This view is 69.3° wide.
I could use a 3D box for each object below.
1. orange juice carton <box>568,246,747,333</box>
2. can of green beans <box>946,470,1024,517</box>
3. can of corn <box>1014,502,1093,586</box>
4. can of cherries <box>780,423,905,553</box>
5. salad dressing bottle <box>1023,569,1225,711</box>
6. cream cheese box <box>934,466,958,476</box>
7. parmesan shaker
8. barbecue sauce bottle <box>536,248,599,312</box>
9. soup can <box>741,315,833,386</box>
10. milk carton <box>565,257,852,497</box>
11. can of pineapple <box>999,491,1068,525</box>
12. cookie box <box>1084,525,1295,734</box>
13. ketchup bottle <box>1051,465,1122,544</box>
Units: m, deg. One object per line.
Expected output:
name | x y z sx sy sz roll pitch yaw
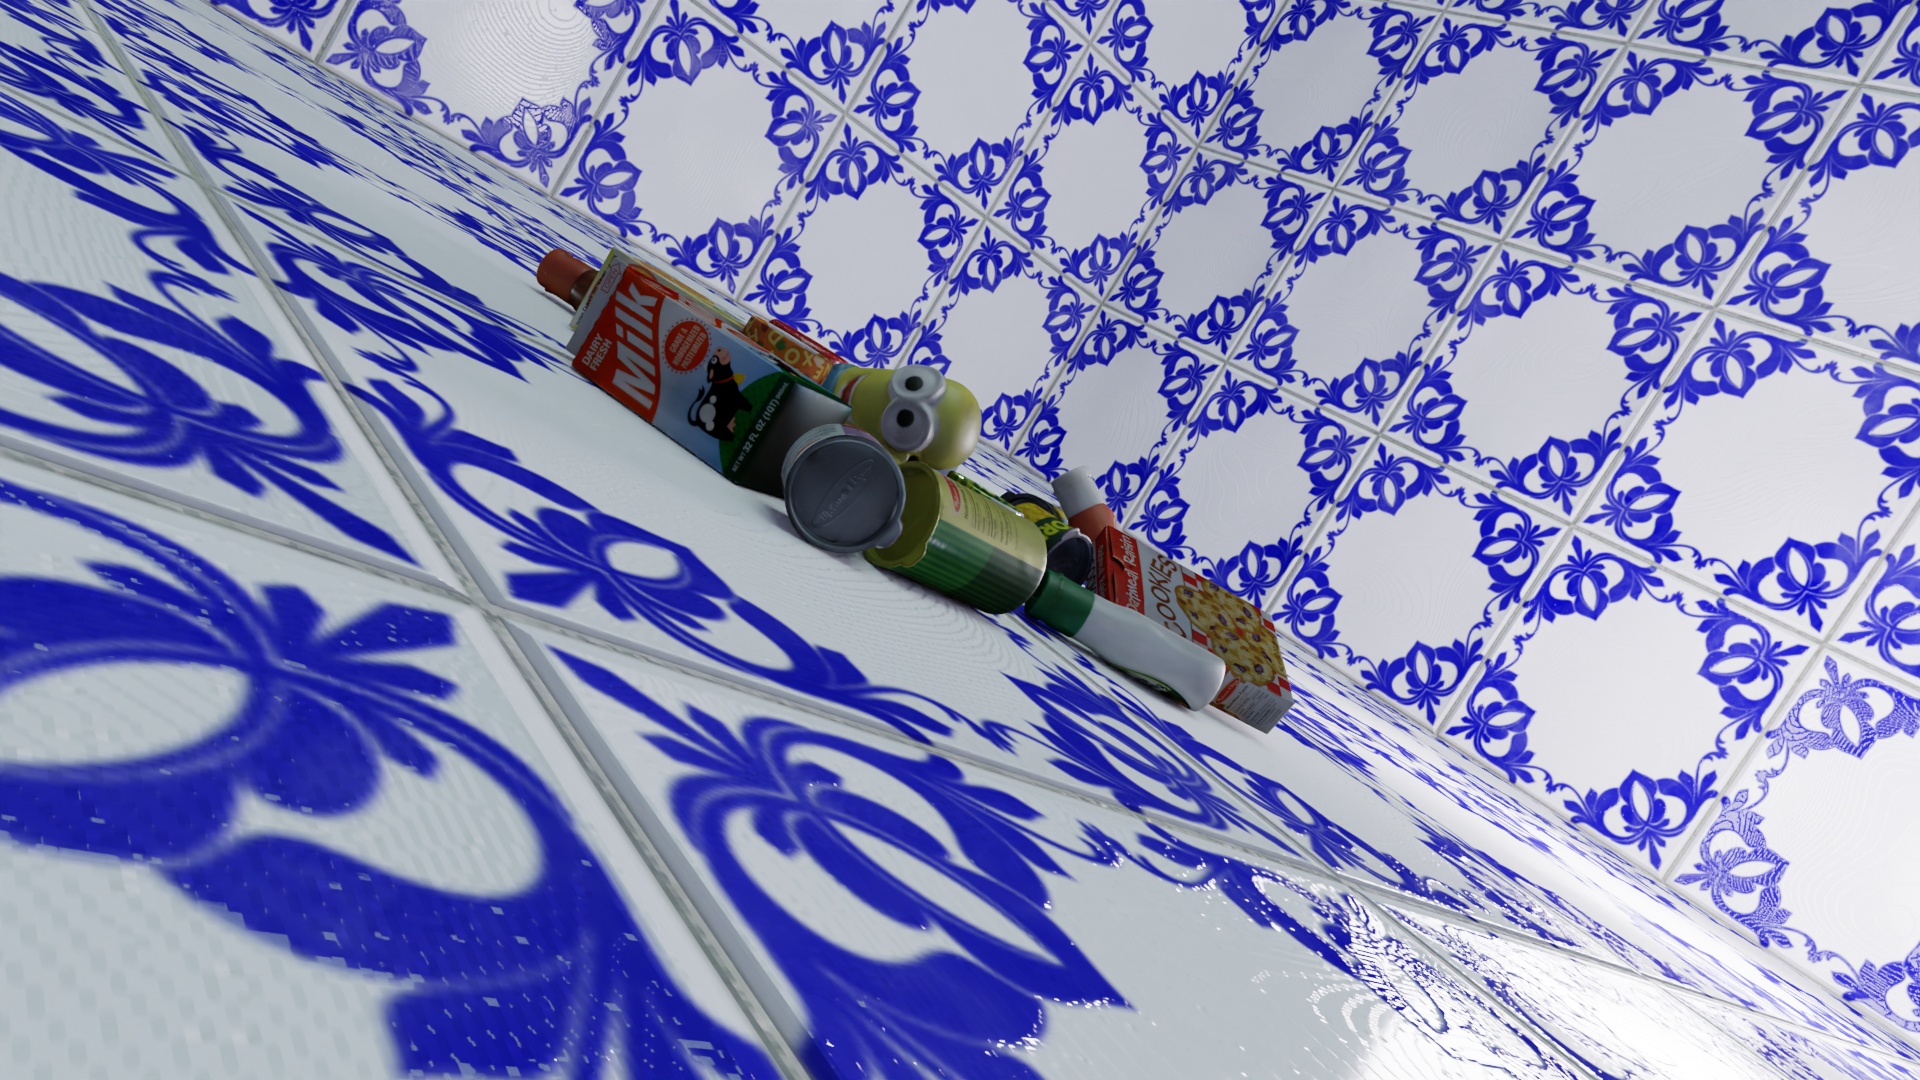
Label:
orange juice carton | -0.192 -0.139 1.038 0.193 0.071 0.073 33 6 23
can of green beans | 0.005 -0.012 1.040 0.071 0.057 0.071 31 5 -3
can of corn | 0.061 0.009 1.086 0.058 0.071 0.071 34 6 37
can of cherries | -0.066 -0.028 0.784 0.071 0.071 0.058 30 4 -14
salad dressing bottle | 0.116 0.070 0.991 0.147 0.044 0.064 29 -1 -11
cream cheese box | -0.057 -0.070 1.235 0.104 0.053 0.024 27 8 -34
parmesan shaker | -0.003 0.003 0.847 0.103 0.071 0.071 27 7 -44
barbecue sauce bottle | -0.283 -0.191 1.150 0.149 0.043 0.065 32 5 12
soup can | -0.136 -0.102 0.954 0.071 0.083 0.071 31 6 -3
milk carton | -0.170 -0.106 0.869 0.191 0.072 0.073 33 6 24
can of pineapple | 0.065 -0.007 1.256 0.071 0.071 0.058 34 5 25
cookie box | 0.177 0.067 1.095 0.167 0.040 0.123 28 28 -13
ketchup bottle | 0.127 0.008 1.226 0.149 0.043 0.065 65 16 8
